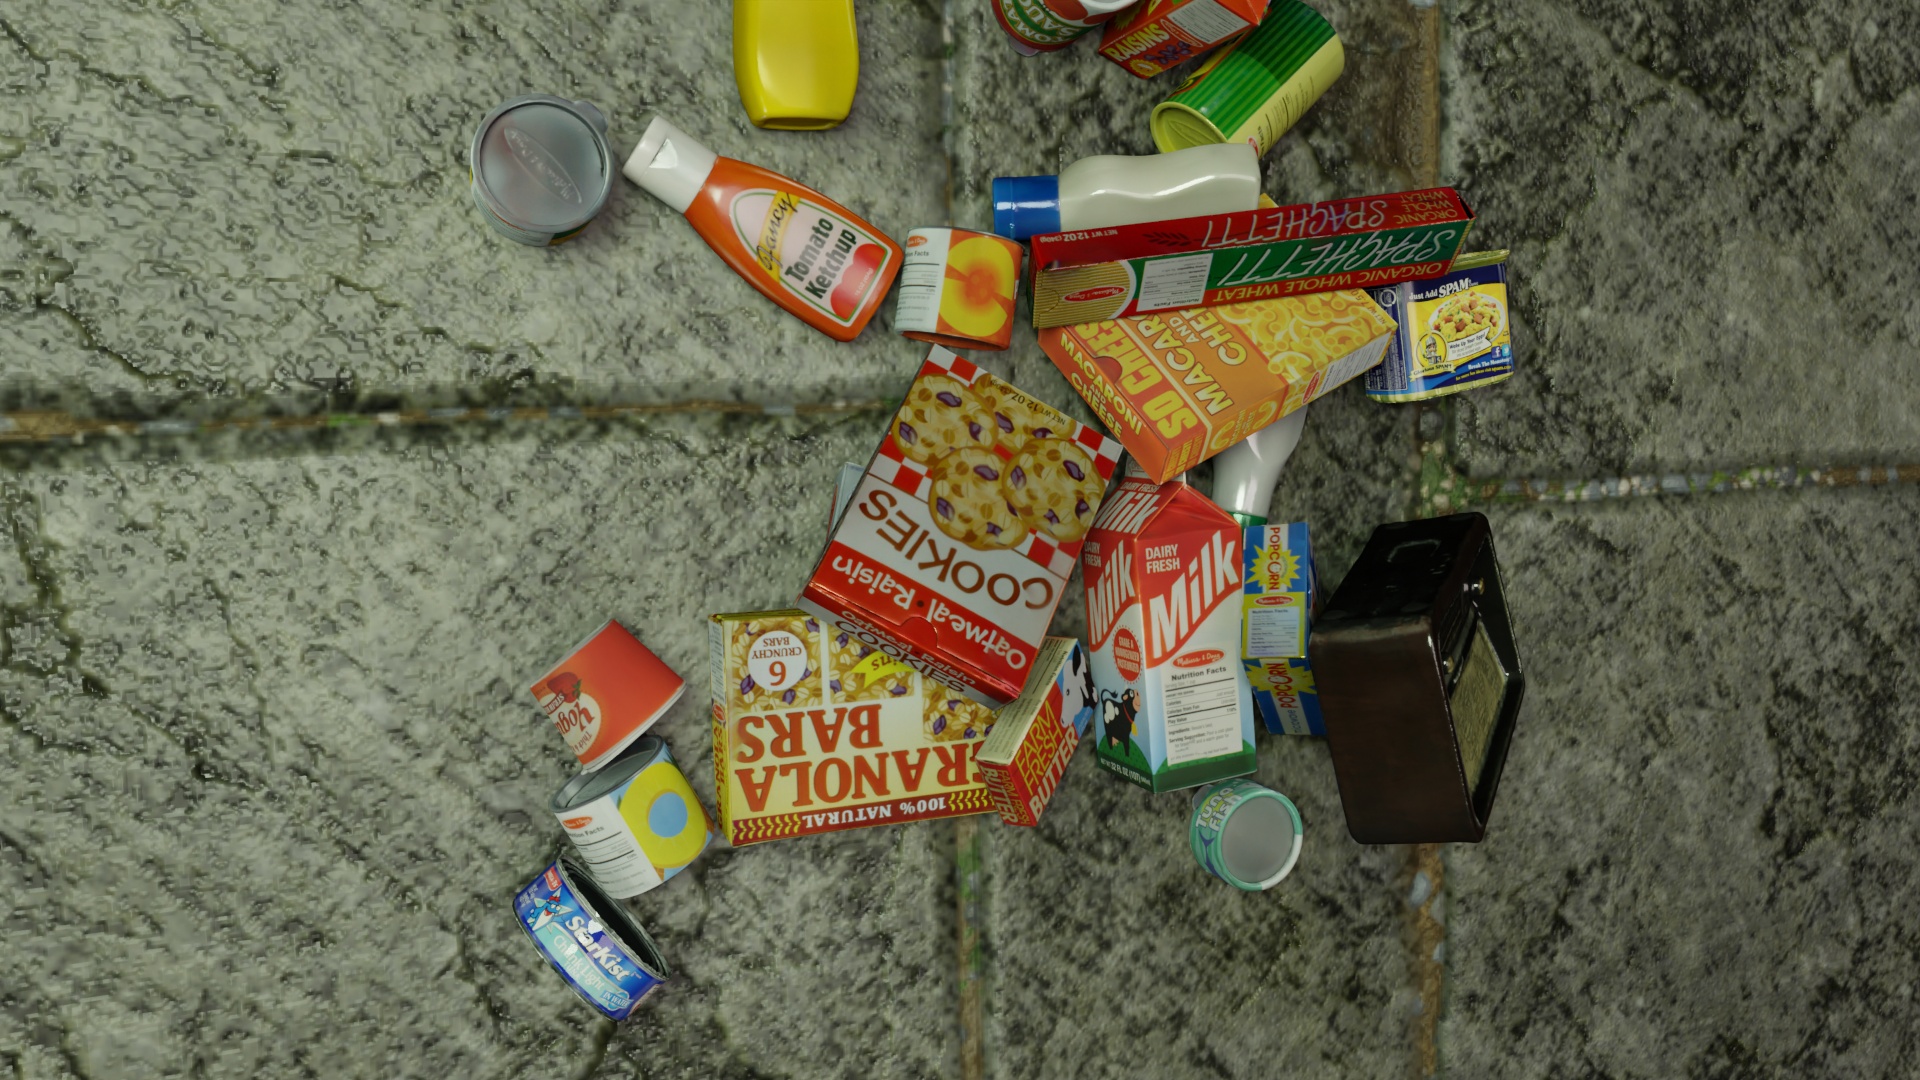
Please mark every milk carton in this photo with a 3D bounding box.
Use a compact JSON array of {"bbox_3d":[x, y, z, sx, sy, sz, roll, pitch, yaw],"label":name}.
[{"bbox_3d":[0.122,0.045,0.829,0.073,0.072,0.190,-7,97,-21],"label":"milk carton"}]

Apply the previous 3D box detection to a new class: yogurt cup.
[{"bbox_3d":[-0.184,0.078,0.718,0.072,0.072,0.054,-42,99,-14],"label":"yogurt cup"}]

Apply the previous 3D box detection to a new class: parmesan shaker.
[{"bbox_3d":[0.172,-0.266,0.833,0.103,0.071,0.071,-46,108,-13],"label":"parmesan shaker"}]

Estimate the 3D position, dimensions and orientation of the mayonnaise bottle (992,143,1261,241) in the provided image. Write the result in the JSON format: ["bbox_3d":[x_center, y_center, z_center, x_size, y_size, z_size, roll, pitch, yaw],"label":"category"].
[{"bbox_3d":[0.093,-0.193,0.792,0.148,0.064,0.041,-2,59,2],"label":"mayonnaise bottle"}]

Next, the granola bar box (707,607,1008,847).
[{"bbox_3d":[-0.054,0.097,0.781,0.166,0.039,0.124,-3,95,-21],"label":"granola bar box"}]

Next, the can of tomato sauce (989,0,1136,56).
[{"bbox_3d":[0.060,-0.315,0.775,0.071,0.083,0.071,-1,94,-21],"label":"can of tomato sauce"}]

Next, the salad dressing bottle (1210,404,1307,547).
[{"bbox_3d":[0.178,-0.053,0.860,0.064,0.044,0.147,10,91,-28],"label":"salad dressing bottle"}]

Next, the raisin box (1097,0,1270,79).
[{"bbox_3d":[0.134,-0.318,0.782,0.040,0.123,0.086,24,85,-21],"label":"raisin box"}]

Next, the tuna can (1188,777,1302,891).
[{"bbox_3d":[0.180,0.185,0.881,0.071,0.033,0.071,-2,95,-21],"label":"tuna can"}]

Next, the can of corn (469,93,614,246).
[{"bbox_3d":[-0.208,-0.185,0.693,0.071,0.058,0.071,-2,94,-21],"label":"can of corn"}]

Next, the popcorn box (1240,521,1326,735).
[{"bbox_3d":[0.194,0.055,0.823,0.126,0.038,0.085,56,37,-57],"label":"popcorn box"}]

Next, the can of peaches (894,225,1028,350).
[{"bbox_3d":[0.001,-0.139,0.773,0.071,0.071,0.058,8,91,-21],"label":"can of peaches"}]

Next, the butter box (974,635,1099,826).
[{"bbox_3d":[0.045,0.108,0.796,0.104,0.024,0.053,-56,136,-41],"label":"butter box"}]

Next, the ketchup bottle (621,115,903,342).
[{"bbox_3d":[-0.107,-0.169,0.741,0.149,0.043,0.065,31,88,-20],"label":"ketchup bottle"}]

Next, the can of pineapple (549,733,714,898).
[{"bbox_3d":[-0.169,0.143,0.726,0.071,0.071,0.057,-32,105,-16],"label":"can of pineapple"}]

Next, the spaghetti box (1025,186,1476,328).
[{"bbox_3d":[0.161,-0.159,0.779,0.250,0.050,0.029,-8,59,-7],"label":"spaghetti box"}]

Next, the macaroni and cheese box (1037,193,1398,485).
[{"bbox_3d":[0.148,-0.121,0.810,0.167,0.040,0.124,-28,64,-17],"label":"macaroni and cheese box"}]

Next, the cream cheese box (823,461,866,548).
[{"bbox_3d":[-0.022,-0.006,0.778,0.104,0.024,0.053,13,65,-13],"label":"cream cheese box"}]

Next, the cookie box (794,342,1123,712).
[{"bbox_3d":[0.003,-0.009,0.750,0.123,0.040,0.168,28,61,-5],"label":"cookie box"}]

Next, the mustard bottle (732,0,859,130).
[{"bbox_3d":[-0.089,-0.301,0.737,0.065,0.049,0.160,-3,94,-21],"label":"mustard bottle"}]
